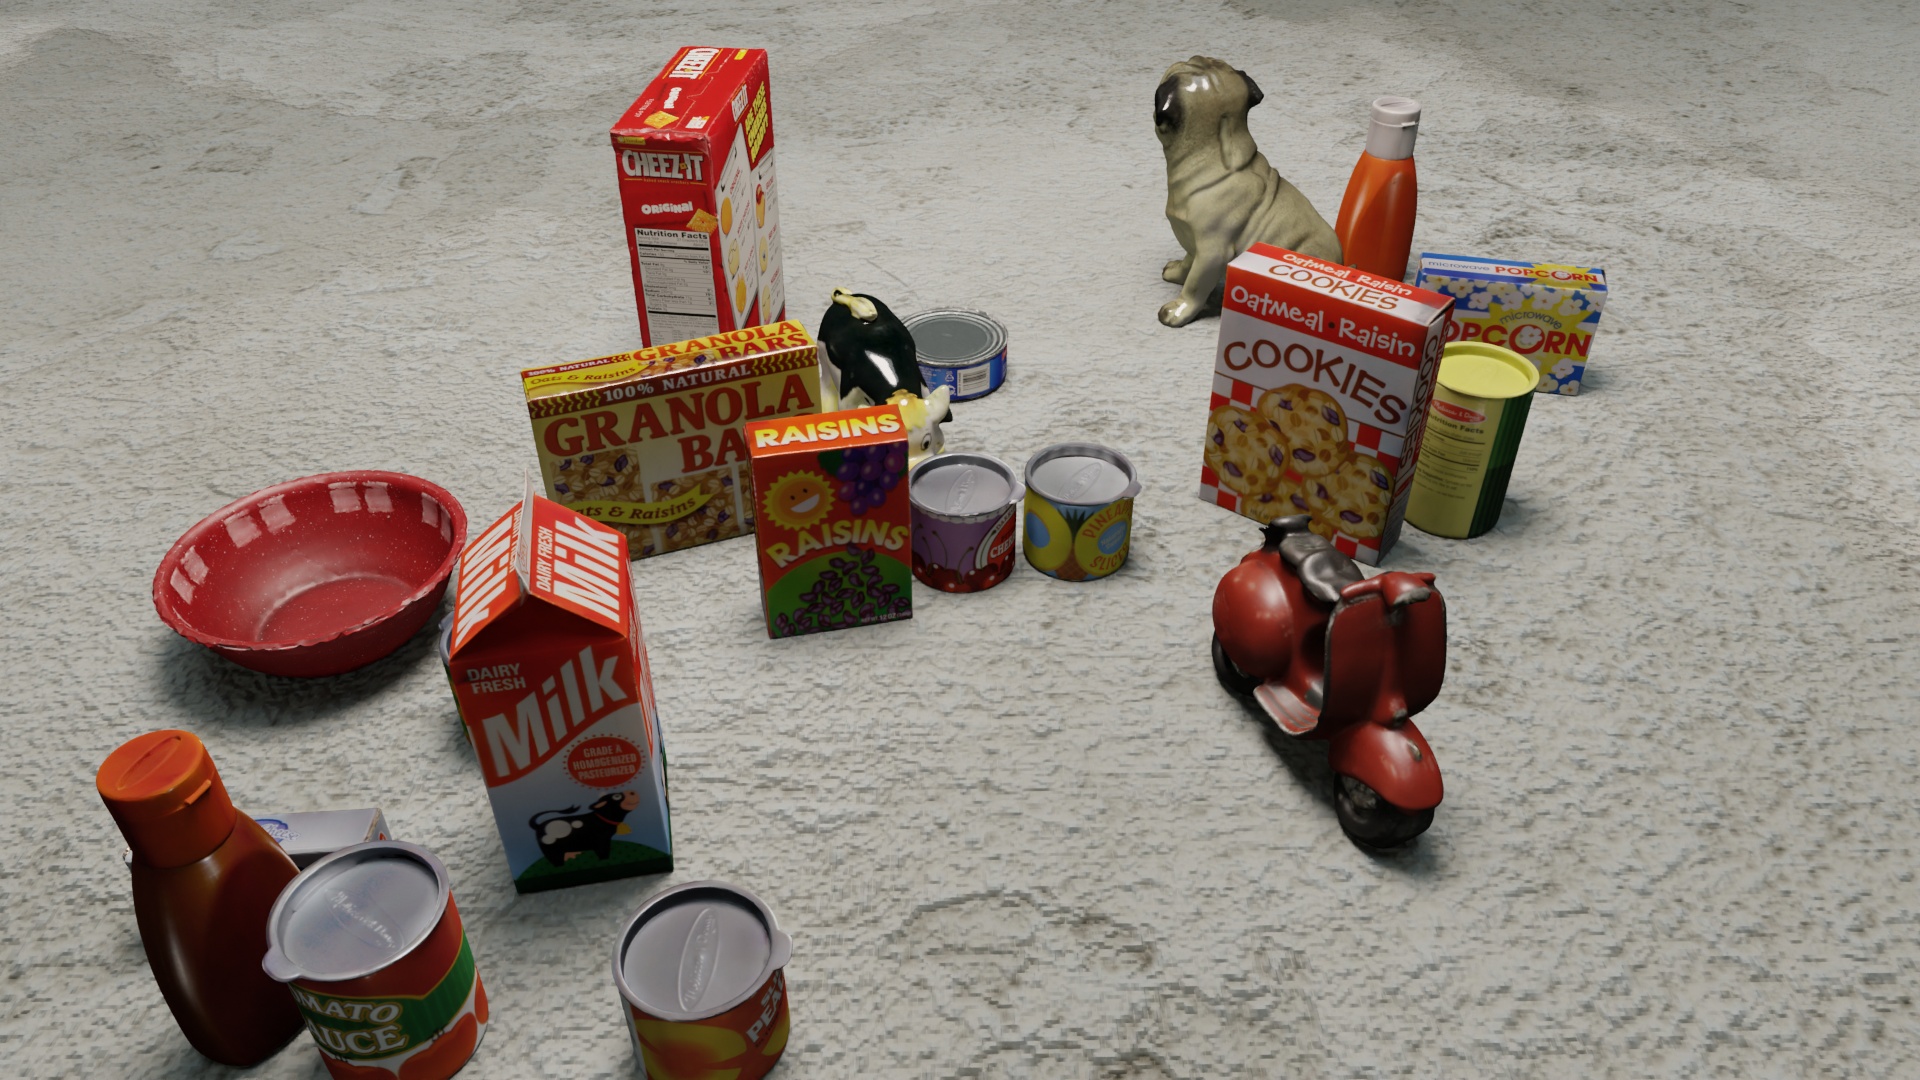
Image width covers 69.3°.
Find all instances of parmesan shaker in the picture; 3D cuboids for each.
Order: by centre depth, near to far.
[{"bbox_3d":[0.306,-0.063,0.855,0.071,0.102,0.072,0,37,0],"label":"parmesan shaker"}]

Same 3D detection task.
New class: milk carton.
[{"bbox_3d":[-0.176,0.064,0.613,0.073,0.189,0.073,-7,37,-9],"label":"milk carton"}]

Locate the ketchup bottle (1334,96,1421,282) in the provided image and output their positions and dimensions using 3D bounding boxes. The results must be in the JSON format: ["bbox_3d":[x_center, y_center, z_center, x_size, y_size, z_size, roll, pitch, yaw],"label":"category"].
[{"bbox_3d":[0.331,-0.271,1.093,0.065,0.148,0.044,-12,38,-15],"label":"ketchup bottle"}]

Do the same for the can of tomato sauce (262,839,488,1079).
[{"bbox_3d":[-0.232,0.174,0.556,0.071,0.082,0.071,0,37,0],"label":"can of tomato sauce"}]

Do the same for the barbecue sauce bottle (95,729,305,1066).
[{"bbox_3d":[-0.294,0.139,0.548,0.044,0.147,0.065,12,39,16],"label":"barbecue sauce bottle"}]

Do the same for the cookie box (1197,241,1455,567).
[{"bbox_3d":[0.212,-0.081,0.826,0.123,0.166,0.040,25,43,29],"label":"cookie box"}]

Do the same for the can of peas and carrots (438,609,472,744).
[{"bbox_3d":[-0.230,0.069,0.715,0.071,0.058,0.071,0,37,0],"label":"can of peas and carrots"}]

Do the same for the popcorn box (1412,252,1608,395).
[{"bbox_3d":[0.385,-0.155,0.993,0.127,0.084,0.038,8,38,10],"label":"popcorn box"}]

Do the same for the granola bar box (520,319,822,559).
[{"bbox_3d":[-0.166,-0.056,0.828,0.166,0.123,0.039,-14,39,-17],"label":"granola bar box"}]

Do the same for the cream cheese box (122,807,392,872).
[{"bbox_3d":[-0.306,0.147,0.616,0.104,0.053,0.024,-3,37,-4],"label":"cream cheese box"}]

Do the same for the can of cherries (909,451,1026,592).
[{"bbox_3d":[0.003,-0.010,0.821,0.071,0.058,0.072,0,37,0],"label":"can of cherries"}]

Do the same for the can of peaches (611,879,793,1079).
[{"bbox_3d":[-0.102,0.183,0.565,0.071,0.057,0.071,0,37,0],"label":"can of peaches"}]

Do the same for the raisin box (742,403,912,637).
[{"bbox_3d":[-0.071,-0.010,0.767,0.086,0.122,0.040,-8,38,-10],"label":"raisin box"}]

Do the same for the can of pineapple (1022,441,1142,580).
[{"bbox_3d":[0.072,-0.017,0.831,0.071,0.057,0.071,0,37,0],"label":"can of pineapple"}]
